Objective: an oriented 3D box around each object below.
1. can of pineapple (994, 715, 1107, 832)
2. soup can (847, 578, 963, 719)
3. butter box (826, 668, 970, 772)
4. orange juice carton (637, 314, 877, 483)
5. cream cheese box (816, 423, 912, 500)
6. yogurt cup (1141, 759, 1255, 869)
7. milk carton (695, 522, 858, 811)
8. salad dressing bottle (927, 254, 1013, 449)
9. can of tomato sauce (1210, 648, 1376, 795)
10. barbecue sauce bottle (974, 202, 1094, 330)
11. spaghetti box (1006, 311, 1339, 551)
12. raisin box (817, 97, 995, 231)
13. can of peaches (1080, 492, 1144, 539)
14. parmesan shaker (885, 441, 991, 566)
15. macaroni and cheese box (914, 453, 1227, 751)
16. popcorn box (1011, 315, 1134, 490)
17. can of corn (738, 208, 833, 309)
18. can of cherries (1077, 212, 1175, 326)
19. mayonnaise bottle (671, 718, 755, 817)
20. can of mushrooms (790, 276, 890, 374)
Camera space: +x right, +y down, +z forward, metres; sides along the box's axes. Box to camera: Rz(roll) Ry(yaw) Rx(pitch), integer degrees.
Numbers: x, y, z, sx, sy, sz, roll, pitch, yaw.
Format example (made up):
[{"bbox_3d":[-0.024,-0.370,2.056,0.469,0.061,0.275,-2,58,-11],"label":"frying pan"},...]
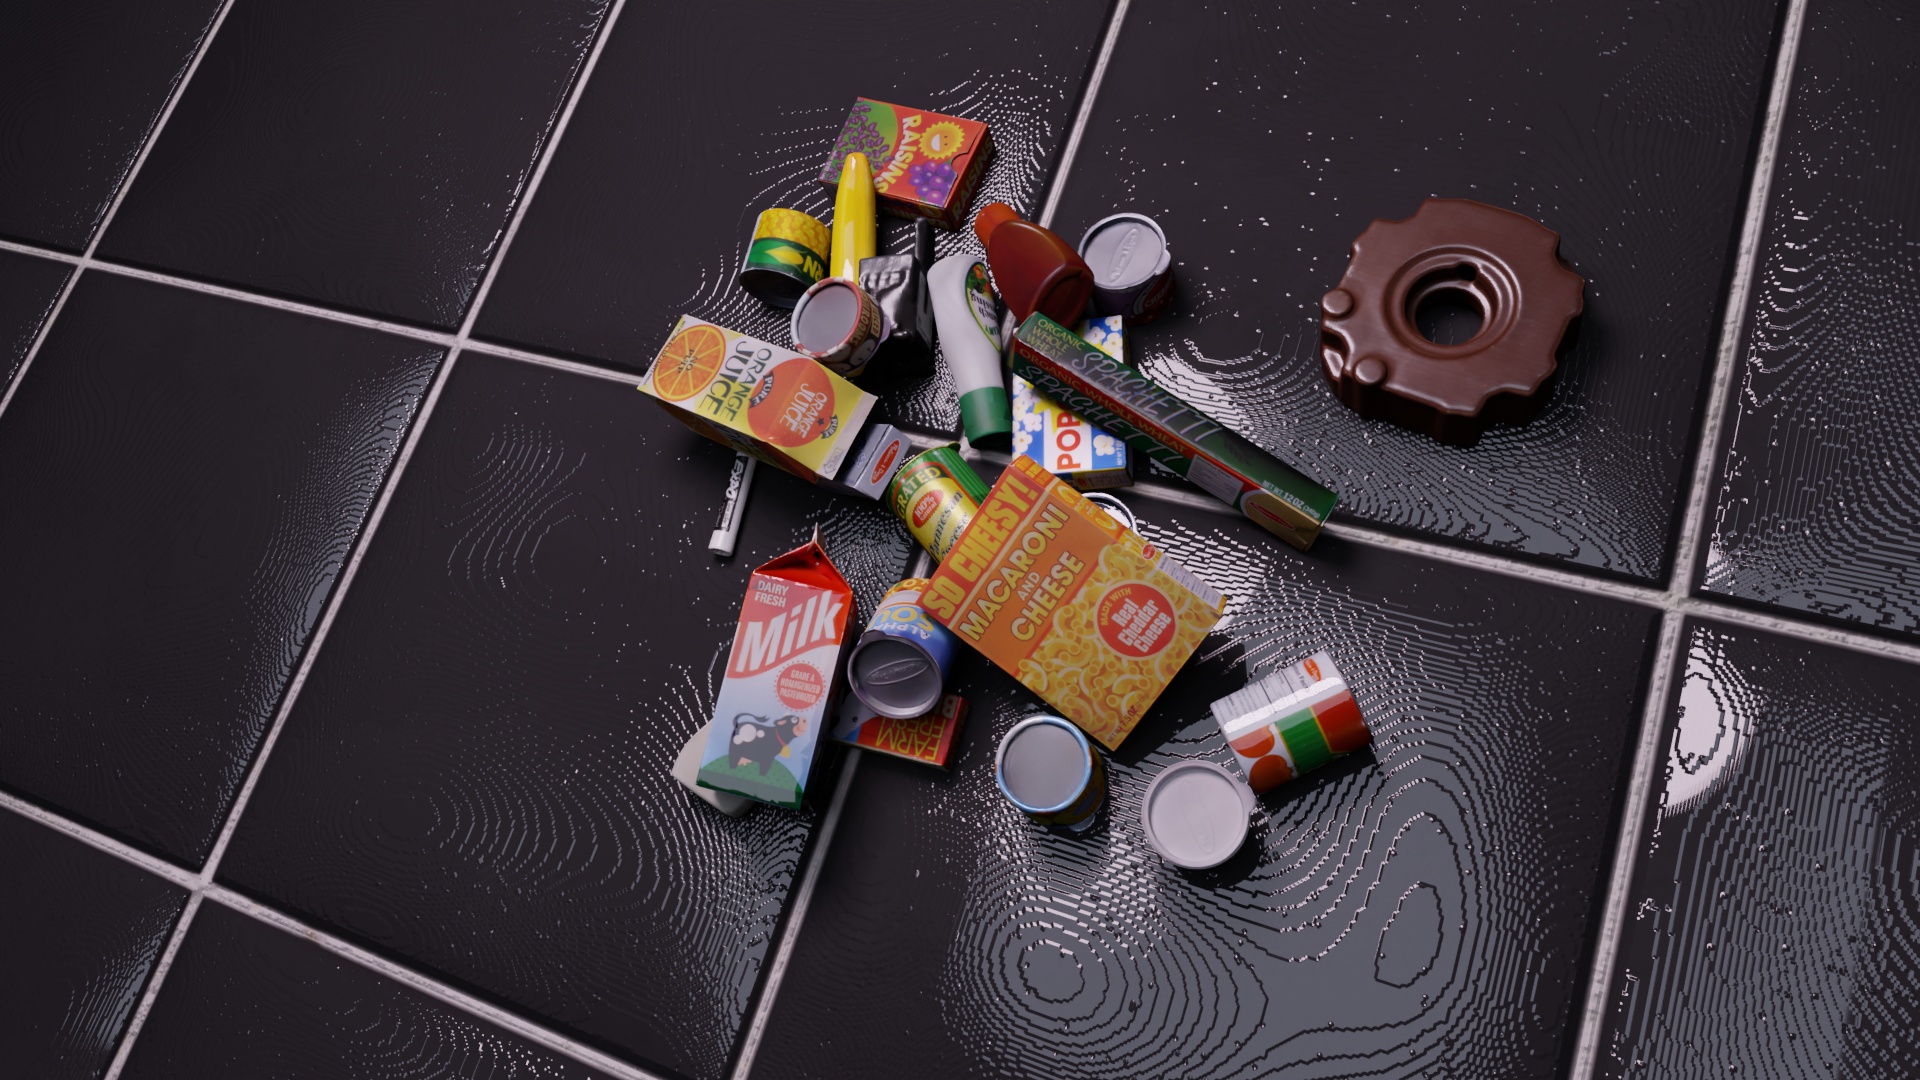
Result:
[{"bbox_3d":[0.062,0.156,0.926,0.071,0.057,0.071,-6,68,15],"label":"can of pineapple"},{"bbox_3d":[-0.036,0.071,0.962,0.071,0.071,0.084,-4,26,16],"label":"soup can"},{"bbox_3d":[-0.048,0.127,0.990,0.103,0.024,0.053,10,73,21],"label":"butter box"},{"bbox_3d":[-0.147,-0.103,1.051,0.193,0.073,0.072,23,78,36],"label":"orange juice carton"},{"bbox_3d":[-0.078,-0.061,1.041,0.053,0.024,0.104,-60,26,-9],"label":"cream cheese box"},{"bbox_3d":[0.154,0.179,0.891,0.072,0.054,0.072,-6,68,15],"label":"yogurt cup"},{"bbox_3d":[-0.119,0.085,0.961,0.073,0.072,0.191,13,77,1],"label":"milk carton"},{"bbox_3d":[0.010,-0.144,1.061,0.044,0.064,0.148,-18,73,23],"label":"salad dressing bottle"},{"bbox_3d":[0.213,0.119,0.891,0.083,0.071,0.071,-27,64,7],"label":"can of tomato sauce"},{"bbox_3d":[0.050,-0.212,1.055,0.064,0.044,0.149,-57,34,22],"label":"barbecue sauce bottle"},{"bbox_3d":[0.143,-0.077,0.963,0.250,0.050,0.029,33,71,11],"label":"spaghetti box"},{"bbox_3d":[-0.044,-0.314,1.154,0.123,0.040,0.086,19,75,22],"label":"raisin box"},{"bbox_3d":[0.098,0.008,0.973,0.071,0.058,0.071,-6,68,15],"label":"can of peaches"},{"bbox_3d":[0.004,-0.013,1.004,0.071,0.071,0.103,-41,63,-1],"label":"parmesan shaker"},{"bbox_3d":[0.072,0.041,0.921,0.166,0.040,0.123,36,111,4],"label":"macaroni and cheese box"},{"bbox_3d":[0.083,-0.100,1.031,0.085,0.038,0.127,-5,68,16],"label":"popcorn box"},{"bbox_3d":[-0.139,-0.229,1.136,0.071,0.071,0.058,7,72,20],"label":"can of corn"},{"bbox_3d":[0.128,-0.202,1.046,0.071,0.058,0.072,-6,67,15],"label":"can of cherries"},{"bbox_3d":[-0.144,0.125,1.012,0.065,0.041,0.148,31,79,18],"label":"mayonnaise bottle"},{"bbox_3d":[-0.090,-0.160,1.032,0.071,0.033,0.071,-11,67,28],"label":"can of mushrooms"}]
